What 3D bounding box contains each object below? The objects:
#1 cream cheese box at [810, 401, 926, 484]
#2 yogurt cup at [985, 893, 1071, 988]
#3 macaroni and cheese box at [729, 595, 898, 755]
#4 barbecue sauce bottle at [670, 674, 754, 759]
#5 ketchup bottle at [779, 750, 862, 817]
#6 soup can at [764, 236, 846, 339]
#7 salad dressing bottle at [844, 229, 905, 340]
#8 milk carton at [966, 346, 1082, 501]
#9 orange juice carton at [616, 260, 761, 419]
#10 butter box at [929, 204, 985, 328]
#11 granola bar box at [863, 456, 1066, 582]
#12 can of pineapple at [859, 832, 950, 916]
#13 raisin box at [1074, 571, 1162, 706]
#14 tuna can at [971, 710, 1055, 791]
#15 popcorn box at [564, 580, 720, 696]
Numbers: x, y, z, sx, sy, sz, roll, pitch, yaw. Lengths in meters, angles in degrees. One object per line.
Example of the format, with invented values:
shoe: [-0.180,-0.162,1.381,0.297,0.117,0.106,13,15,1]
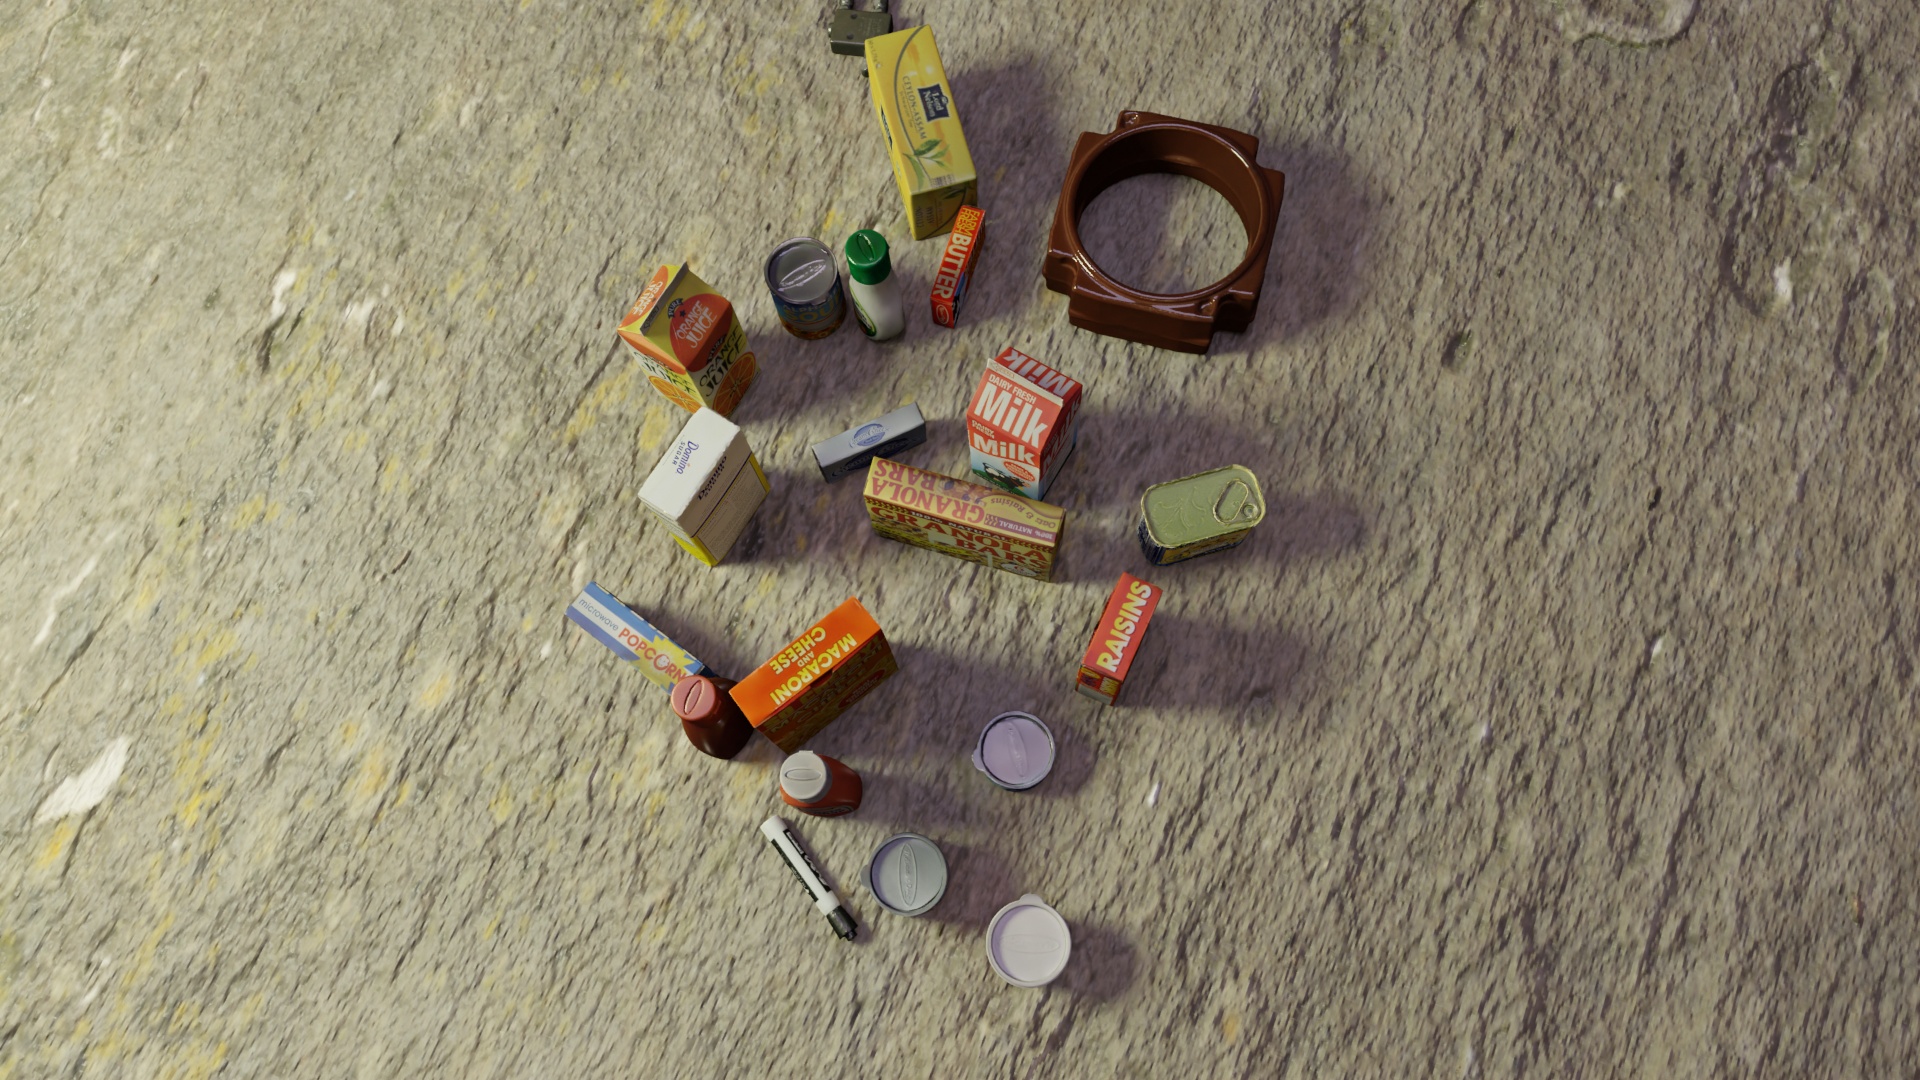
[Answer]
cream cheese box: [-0.081,-0.087,1.252,0.104,0.053,0.024,-24,75,-5]
yogurt cup: [0.055,0.327,1.128,0.072,0.053,0.072,0,74,2]
macaroni and cheese box: [-0.114,0.114,1.136,0.124,0.166,0.040,-38,77,-8]
barbecue sauce bottle: [-0.203,0.141,1.140,0.044,0.148,0.065,21,76,7]
ketchup bottle: [-0.117,0.196,1.121,0.065,0.148,0.043,0,74,2]
soup can: [-0.140,-0.228,1.279,0.071,0.083,0.071,0,74,2]
salad dressing bottle: [-0.078,-0.229,1.244,0.044,0.147,0.064,-26,75,-5]
milk carton: [0.054,-0.101,1.181,0.072,0.190,0.073,30,77,9]
orange juice carton: [-0.237,-0.173,1.209,0.073,0.192,0.072,29,77,9]
butter box: [-0.002,-0.256,1.299,0.024,0.053,0.104,16,75,6]
granola bar box: [0.004,-0.015,1.192,0.166,0.124,0.039,15,75,6]
can of pineapple: [-0.044,0.275,1.143,0.071,0.057,0.071,0,74,2]
raisin box: [0.130,0.084,1.160,0.040,0.123,0.086,24,76,8]
tuna can: [0.045,0.181,1.181,0.071,0.032,0.071,0,74,2]
popcorn box: [-0.269,0.092,1.189,0.127,0.085,0.038,35,78,11]
